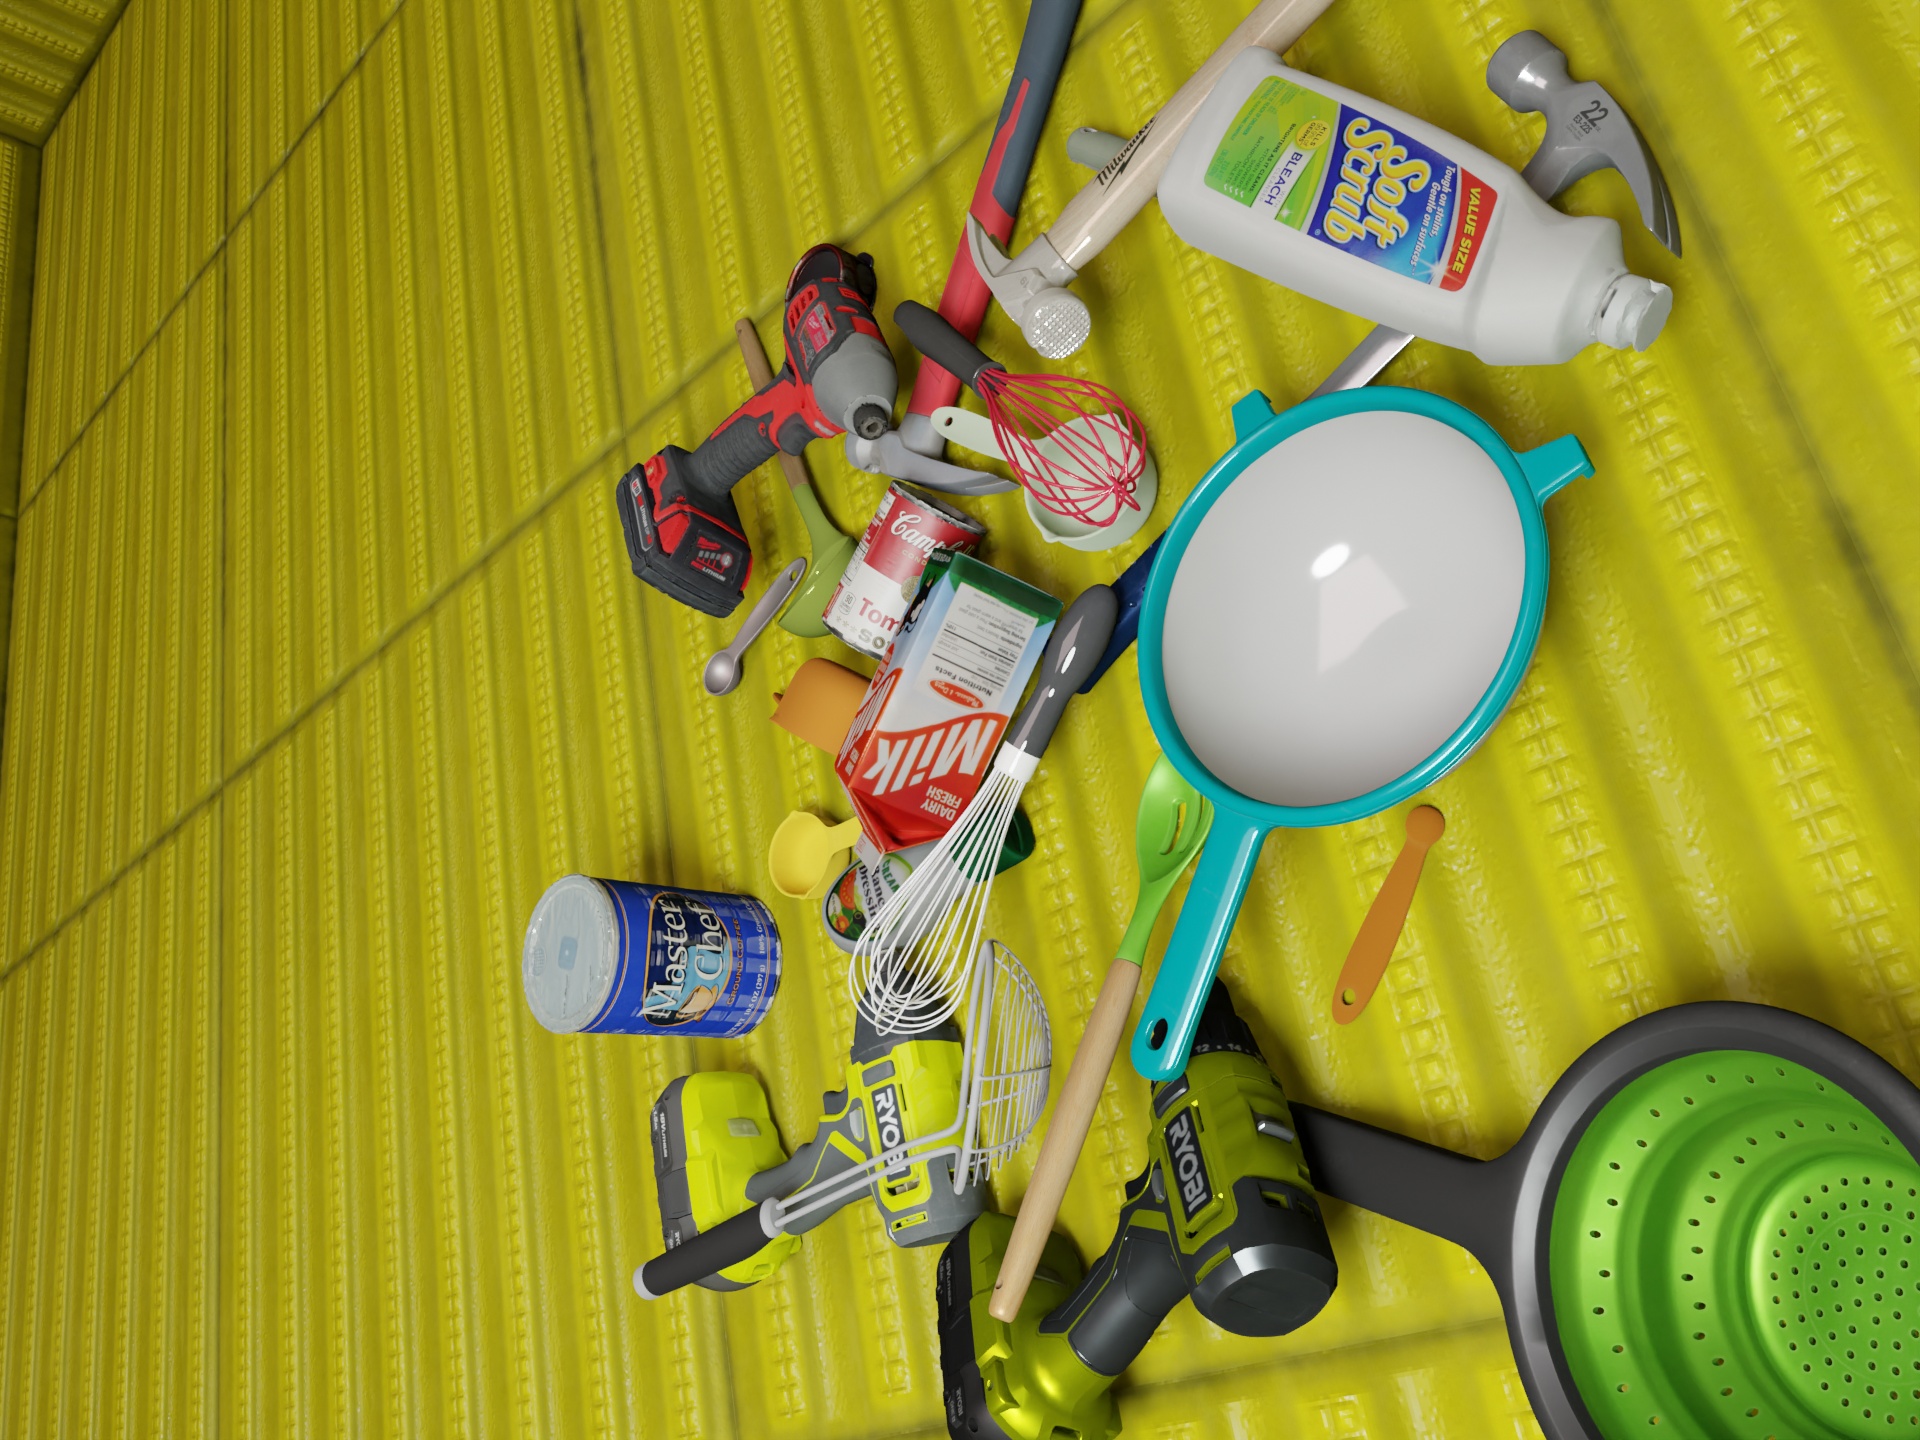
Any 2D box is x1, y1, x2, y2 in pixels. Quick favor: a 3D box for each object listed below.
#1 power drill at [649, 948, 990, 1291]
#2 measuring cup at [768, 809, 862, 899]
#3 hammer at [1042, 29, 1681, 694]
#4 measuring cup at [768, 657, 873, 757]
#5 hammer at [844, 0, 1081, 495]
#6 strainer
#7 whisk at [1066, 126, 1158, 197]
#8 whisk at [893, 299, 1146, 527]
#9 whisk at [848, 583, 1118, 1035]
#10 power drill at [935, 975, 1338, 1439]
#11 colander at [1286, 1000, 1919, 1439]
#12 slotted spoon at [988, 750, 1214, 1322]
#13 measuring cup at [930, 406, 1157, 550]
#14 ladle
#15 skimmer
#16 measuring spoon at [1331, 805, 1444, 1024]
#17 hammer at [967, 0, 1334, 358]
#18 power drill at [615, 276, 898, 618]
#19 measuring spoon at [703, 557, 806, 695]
[{"bbox_3d":[-0.089,0.253,0.984,0.223,0.080,0.171,-29,62,32],"label":"power drill"},{"bbox_3d":[-0.060,0.074,1.036,0.156,0.029,0.062,-24,64,31],"label":"measuring cup"},{"bbox_3d":[0.188,-0.156,0.836,0.405,0.035,0.144,-47,51,27],"label":"hammer"},{"bbox_3d":[-0.087,-0.015,1.054,0.052,0.095,0.174,-63,27,4],"label":"measuring cup"},{"bbox_3d":[0.034,-0.337,1.031,0.143,0.038,0.386,21,95,44],"label":"hammer"},{"bbox_3d":[0.172,0.016,0.760,0.211,0.095,0.340,22,92,47],"label":"strainer"},{"bbox_3d":[0.135,-0.307,0.921,0.247,0.057,0.059,44,131,46],"label":"whisk"},{"bbox_3d":[0.026,-0.192,0.925,0.073,0.073,0.296,-59,38,16],"label":"whisk"},{"bbox_3d":[0.017,0.051,0.894,0.070,0.070,0.284,33,98,44],"label":"whisk"},{"bbox_3d":[0.081,0.248,0.787,0.228,0.080,0.191,-53,25,27],"label":"power drill"},{"bbox_3d":[0.267,0.209,0.647,0.397,0.094,0.204,-1,79,63],"label":"colander"},{"bbox_3d":[0.075,0.147,0.805,0.070,0.031,0.314,-22,40,59],"label":"slotted spoon"},{"bbox_3d":[0.048,-0.154,0.958,0.168,0.038,0.083,31,95,37],"label":"measuring cup"},{"bbox_3d":[-0.130,-0.187,1.144,0.078,0.062,0.320,-44,50,30],"label":"ladle"},{"bbox_3d":[-0.084,0.241,0.878,0.363,0.090,0.127,-34,31,30],"label":"skimmer"},{"bbox_3d":[0.205,0.095,0.774,0.021,0.011,0.117,29,100,44],"label":"measuring spoon"},{"bbox_3d":[0.166,-0.382,0.874,0.410,0.038,0.146,-43,40,17],"label":"hammer"},{"bbox_3d":[-0.128,-0.179,1.060,0.219,0.078,0.143,-43,45,21],"label":"power drill"},{"bbox_3d":[-0.146,-0.067,1.162,0.124,0.018,0.034,-52,49,14],"label":"measuring spoon"}]
